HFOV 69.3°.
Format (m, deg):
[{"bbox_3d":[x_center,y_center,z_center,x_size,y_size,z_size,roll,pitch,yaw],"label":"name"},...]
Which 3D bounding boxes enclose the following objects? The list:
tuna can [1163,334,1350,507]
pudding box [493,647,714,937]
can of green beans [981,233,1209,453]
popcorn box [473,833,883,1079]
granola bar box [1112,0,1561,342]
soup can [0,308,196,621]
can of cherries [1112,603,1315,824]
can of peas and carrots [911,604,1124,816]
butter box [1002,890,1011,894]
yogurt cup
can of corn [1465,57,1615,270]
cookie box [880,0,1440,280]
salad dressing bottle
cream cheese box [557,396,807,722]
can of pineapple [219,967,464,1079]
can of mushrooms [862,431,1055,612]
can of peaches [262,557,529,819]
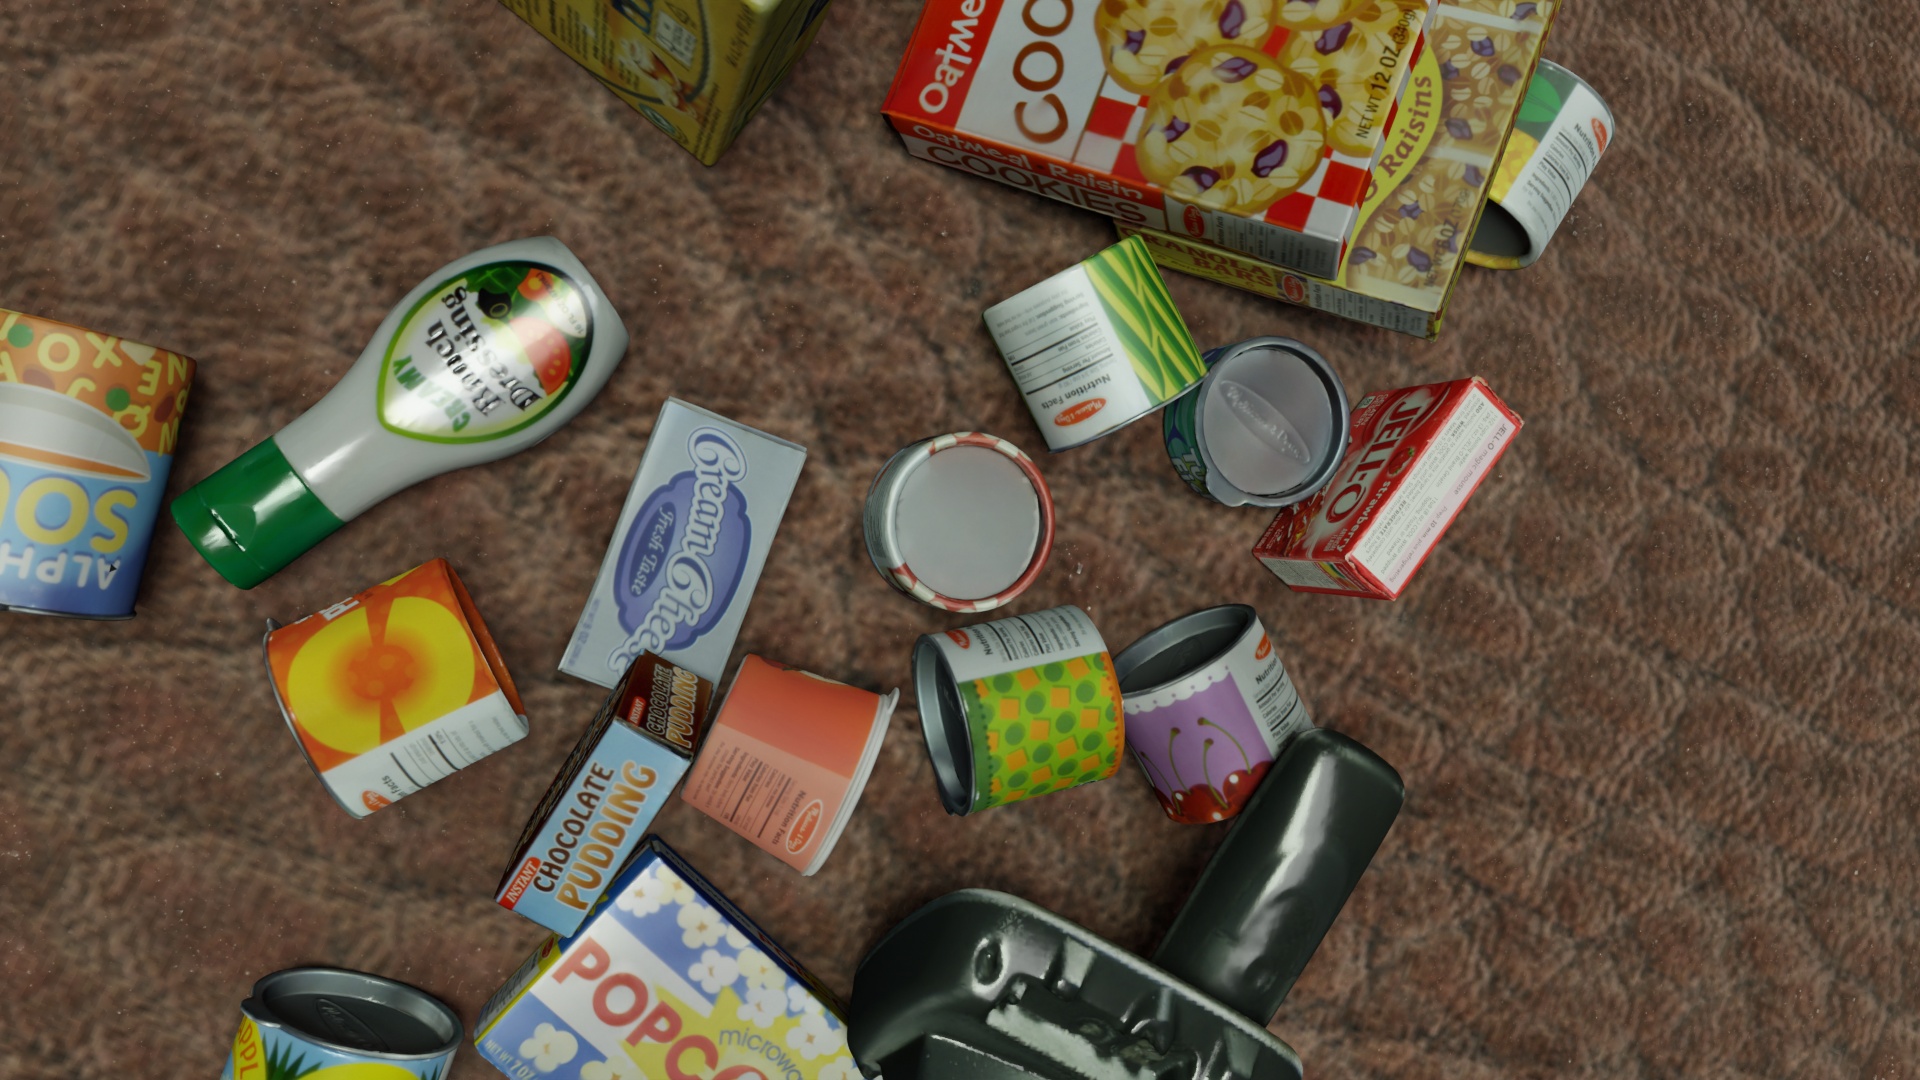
[{"bbox_3d":[0.114,-0.044,0.544,0.071,0.033,0.071,0,91,-16],"label":"tuna can"},{"bbox_3d":[-0.116,0.082,0.458,0.030,0.050,0.083,32,108,-14],"label":"pudding box"},{"bbox_3d":[0.049,-0.072,0.508,0.071,0.071,0.057,-29,98,-13],"label":"can of green beans"},{"bbox_3d":[-0.092,0.177,0.486,0.126,0.038,0.085,46,79,-12],"label":"popcorn box"},{"bbox_3d":[0.145,-0.170,0.519,0.124,0.039,0.165,20,84,18],"label":"granola bar box"},{"bbox_3d":[-0.275,-0.023,0.416,0.071,0.071,0.084,13,87,-15],"label":"soup can"},{"bbox_3d":[0.091,0.066,0.524,0.071,0.071,0.058,-31,100,-13],"label":"can of cherries"},{"bbox_3d":[0.020,0.063,0.503,0.059,0.071,0.071,-11,94,-16],"label":"can of peas and carrots"},{"bbox_3d":[0.013,0.191,0.523,0.053,0.024,0.103,-19,96,-14],"label":"butter box"},{"bbox_3d":[-0.062,0.075,0.482,0.054,0.072,0.072,26,84,-6],"label":"yogurt cup"},{"bbox_3d":[0.212,-0.150,0.554,0.071,0.071,0.058,34,85,-14],"label":"can of corn"},{"bbox_3d":[0.073,-0.177,0.490,0.167,0.040,0.123,20,84,14],"label":"cookie box"},{"bbox_3d":[-0.181,-0.041,0.456,0.148,0.044,0.064,-38,101,-12],"label":"salad dressing bottle"},{"bbox_3d":[-0.098,0.006,0.490,0.053,0.024,0.104,22,85,-15],"label":"cream cheese box"},{"bbox_3d":[-0.202,0.176,0.440,0.071,0.071,0.058,20,86,-15],"label":"can of pineapple"},{"bbox_3d":[0.002,-0.006,0.513,0.071,0.033,0.071,0,90,-15],"label":"can of mushrooms"},{"bbox_3d":[-0.180,0.044,0.446,0.058,0.071,0.071,-26,98,-14],"label":"can of peaches"}]
